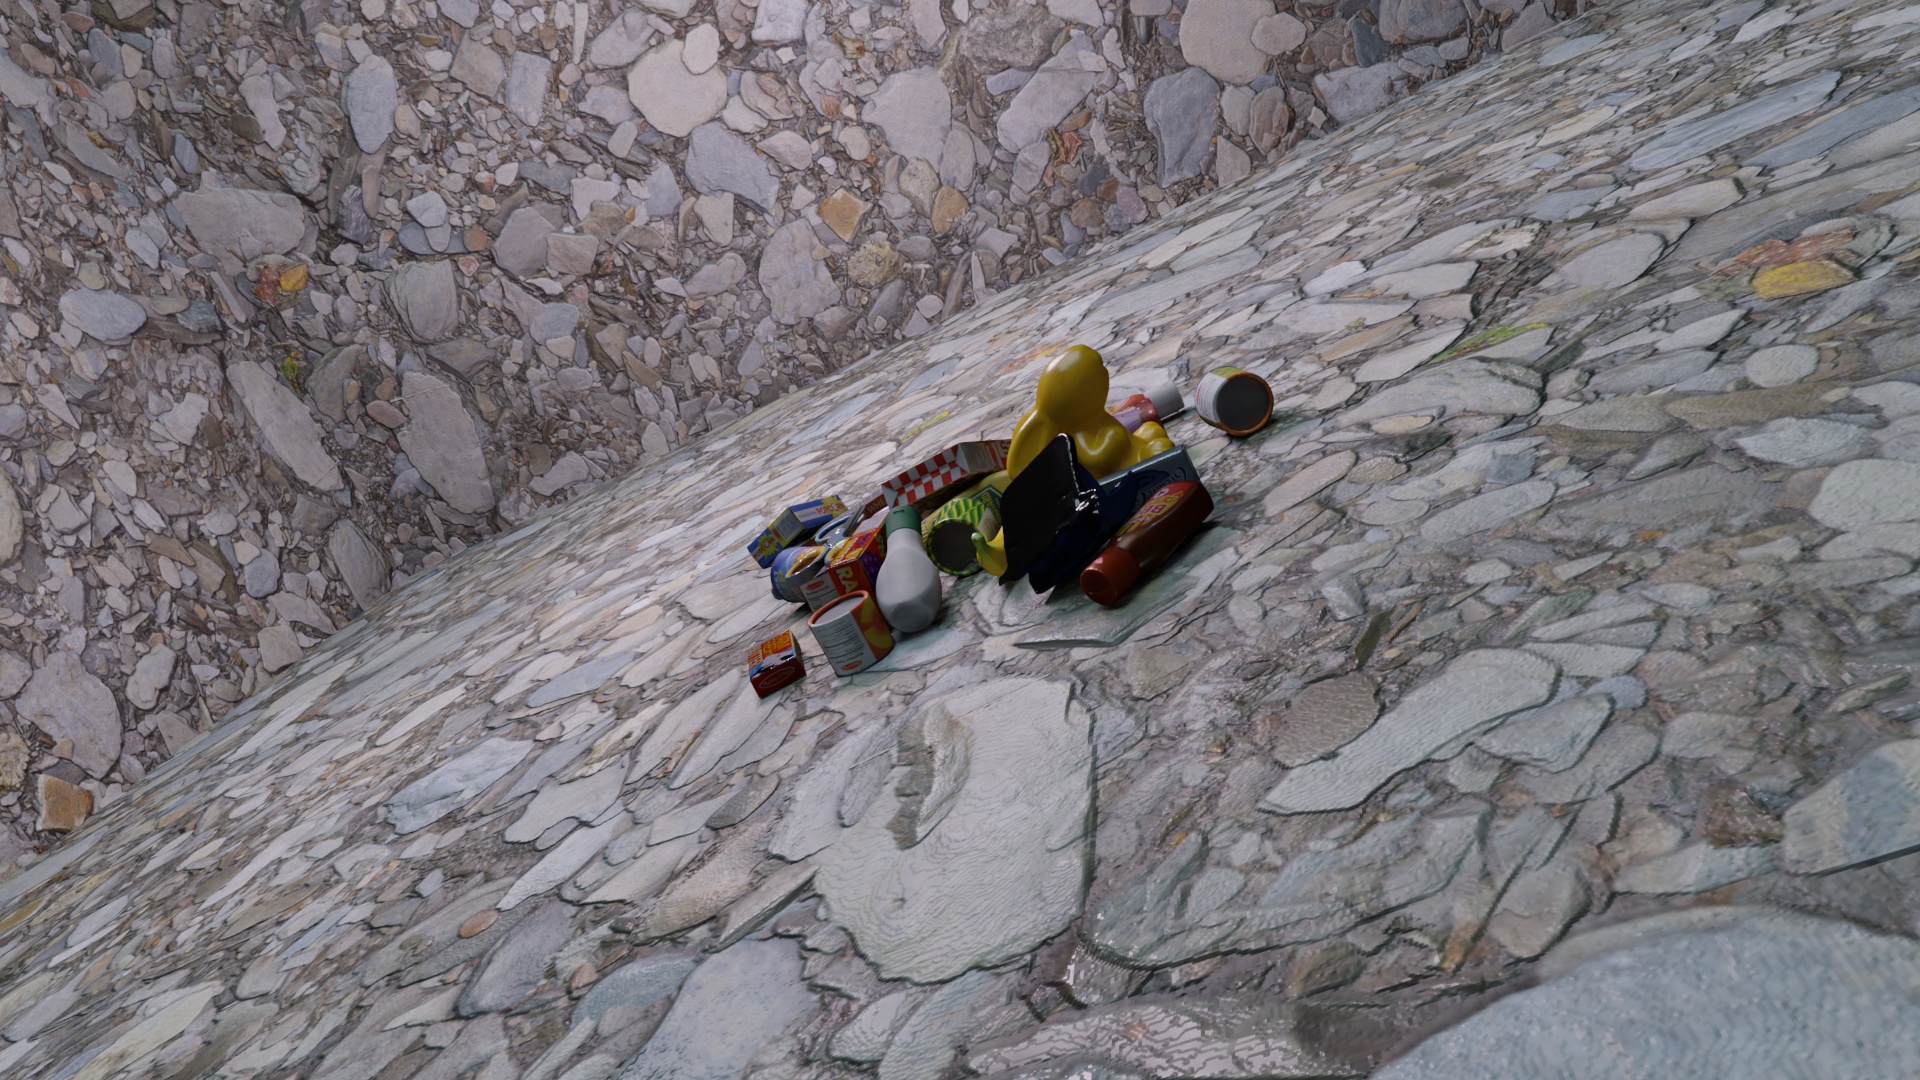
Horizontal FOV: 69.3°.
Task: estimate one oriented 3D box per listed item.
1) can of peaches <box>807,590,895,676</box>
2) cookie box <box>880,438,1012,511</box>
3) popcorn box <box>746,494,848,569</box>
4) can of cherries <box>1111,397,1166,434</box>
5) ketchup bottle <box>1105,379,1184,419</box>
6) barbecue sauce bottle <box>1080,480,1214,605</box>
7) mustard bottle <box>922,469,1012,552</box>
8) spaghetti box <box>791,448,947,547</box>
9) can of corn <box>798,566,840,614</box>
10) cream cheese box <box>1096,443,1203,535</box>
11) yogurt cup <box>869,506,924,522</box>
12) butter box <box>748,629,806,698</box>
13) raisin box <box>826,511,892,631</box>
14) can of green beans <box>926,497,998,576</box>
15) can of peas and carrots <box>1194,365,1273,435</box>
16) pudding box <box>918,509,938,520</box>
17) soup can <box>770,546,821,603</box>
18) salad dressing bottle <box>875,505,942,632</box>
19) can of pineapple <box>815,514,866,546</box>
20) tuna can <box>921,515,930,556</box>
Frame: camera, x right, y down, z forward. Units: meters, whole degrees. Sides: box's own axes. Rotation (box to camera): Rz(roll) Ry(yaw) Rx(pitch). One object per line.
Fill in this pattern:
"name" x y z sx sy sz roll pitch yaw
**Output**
"can of peaches" -0.105 0.088 1.337 0.071 0.058 0.071 -26 16 8
"cookie box" 0.013 -0.073 1.561 0.122 0.040 0.168 -26 -11 38
"popcorn box" -0.203 -0.012 1.762 0.085 0.038 0.127 -43 -10 24
"can of cherries" 0.186 -0.112 1.473 0.058 0.071 0.072 -26 15 7
"ketchup bottle" 0.185 -0.138 1.610 0.149 0.043 0.065 -26 15 5
"barbecue sauce bottle" 0.158 0.002 1.196 0.064 0.043 0.149 -20 16 49
"mustard bottle" 0.005 -0.019 1.495 0.160 0.065 0.049 -29 0 14
"spaghetti box" -0.101 -0.034 1.747 0.251 0.050 0.028 -35 14 -25
"can of corn" -0.137 0.051 1.512 0.071 0.058 0.071 -26 15 8
"cream cheese box" 0.174 -0.047 1.311 0.103 0.053 0.024 -23 14 16
"yogurt cup" -0.071 -0.011 1.613 0.072 0.054 0.072 -25 15 7
"butter box" -0.189 0.125 1.424 0.053 0.024 0.103 -28 15 -4
"raisin box" -0.086 0.035 1.425 0.040 0.086 0.124 -17 18 21
"can of green beans" 0.002 -0.003 1.439 0.071 0.071 0.058 -22 16 20
"can of peas and carrots" 0.282 -0.143 1.423 0.071 0.071 0.059 -28 15 -2
"pudding box" -0.068 -0.023 1.693 0.083 0.030 0.050 -18 17 32
"soup can" -0.172 0.041 1.592 0.071 0.071 0.083 -36 17 -28
"salad dressing bottle" -0.053 0.025 1.377 0.064 0.043 0.148 -15 41 7
"can of pineapple" -0.132 0.009 1.644 0.071 0.057 0.071 -26 15 8
"tuna can" -0.015 -0.012 1.559 0.071 0.032 0.071 -26 15 7
